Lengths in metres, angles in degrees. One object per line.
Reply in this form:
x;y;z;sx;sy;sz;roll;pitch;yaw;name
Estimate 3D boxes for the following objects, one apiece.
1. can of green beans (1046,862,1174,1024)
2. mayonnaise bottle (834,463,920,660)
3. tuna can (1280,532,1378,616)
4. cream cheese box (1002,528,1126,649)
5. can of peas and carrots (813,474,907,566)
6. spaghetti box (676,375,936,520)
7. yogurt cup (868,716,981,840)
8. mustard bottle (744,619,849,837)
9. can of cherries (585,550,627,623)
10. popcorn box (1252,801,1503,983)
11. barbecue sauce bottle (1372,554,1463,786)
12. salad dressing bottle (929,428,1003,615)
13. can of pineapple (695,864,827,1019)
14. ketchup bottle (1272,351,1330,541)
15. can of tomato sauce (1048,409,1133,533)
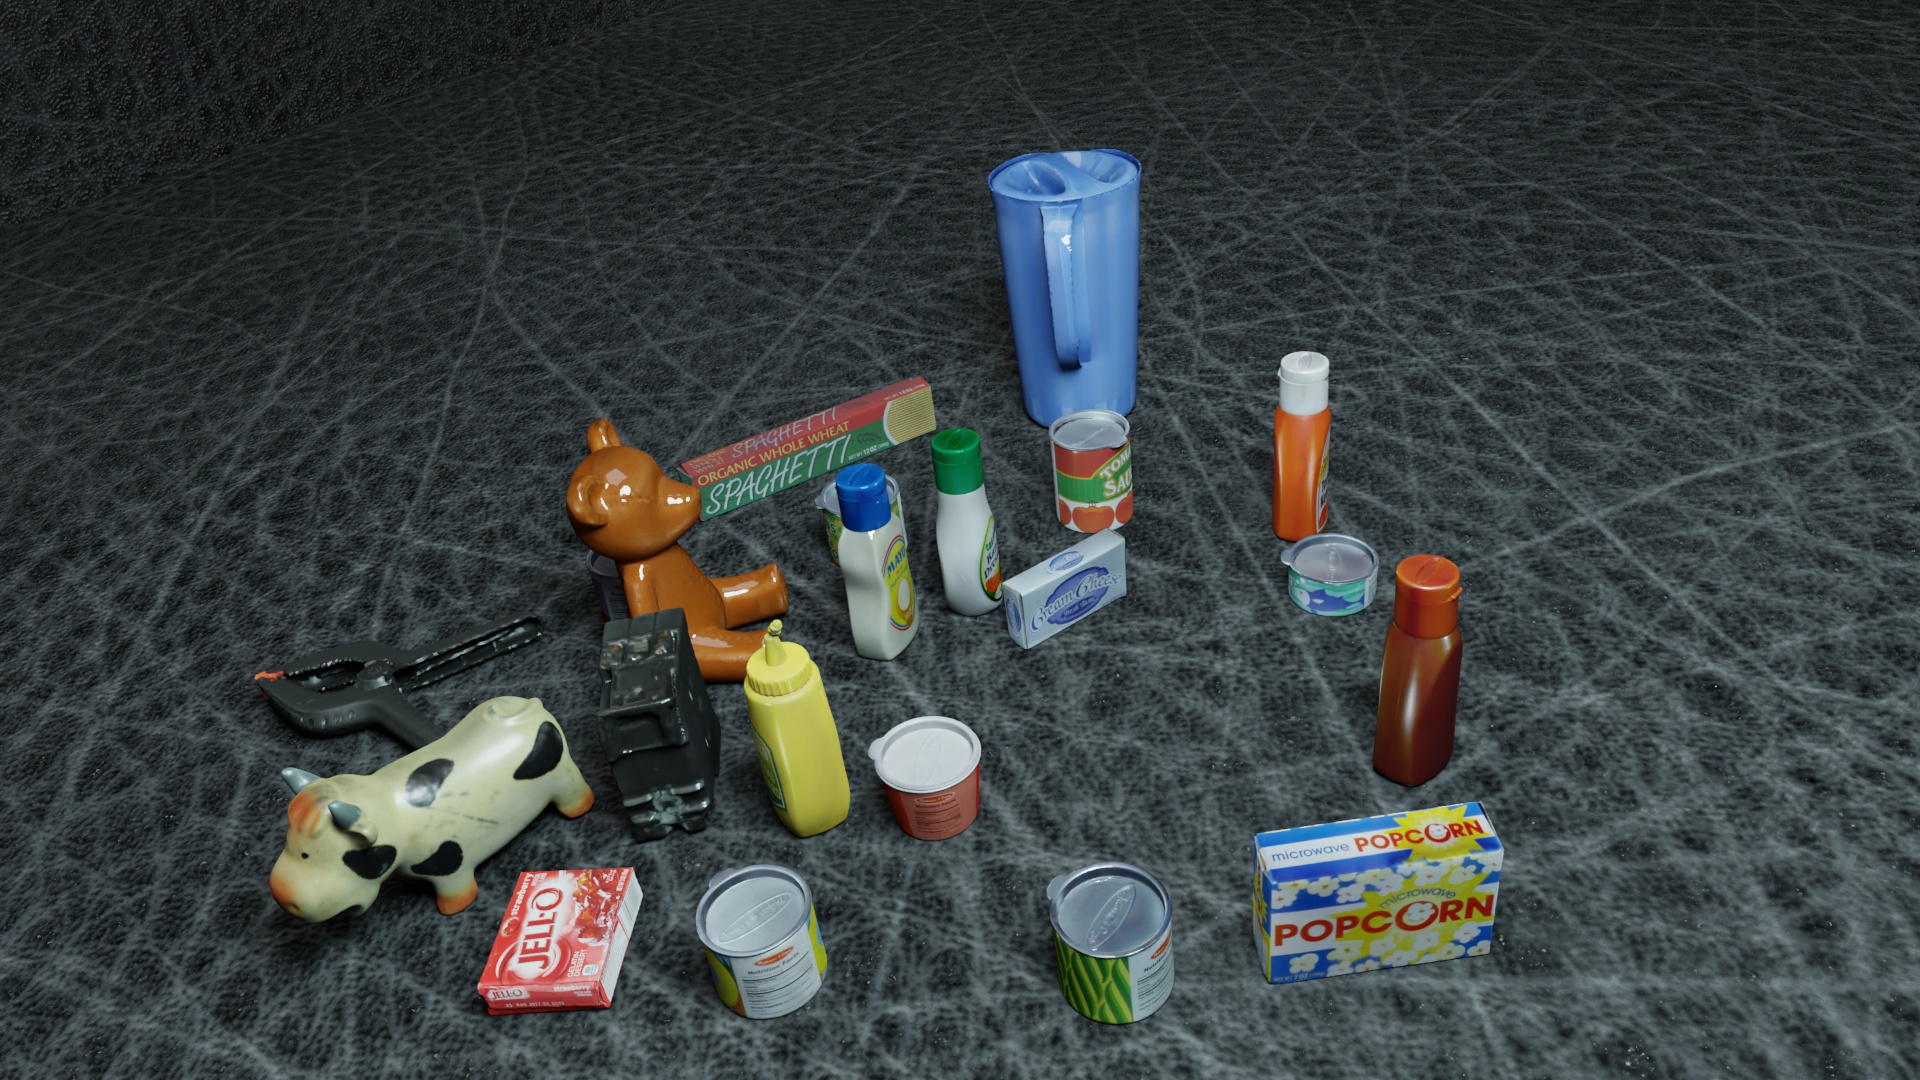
0.084;0.222;0.767;0.071;0.057;0.071;-5;34;4;can of green beans
-0.063;0.015;1.026;0.041;0.147;0.065;7;36;22;mayonnaise bottle
0.277;0.026;1.045;0.071;0.032;0.071;-5;34;4;tuna can
0.081;0.036;1.050;0.104;0.053;0.024;-27;38;-26;cream cheese box
-0.082;-0.015;1.155;0.071;0.058;0.071;-5;34;4;can of peas and carrots
-0.137;-0.086;1.281;0.251;0.050;0.029;-24;36;-22;spaghetti box
-0.018;0.155;0.892;0.072;0.053;0.073;-5;34;4;yogurt cup
-0.107;0.113;0.877;0.049;0.159;0.065;-22;36;-20;mustard bottle
-0.261;0.032;1.121;0.071;0.058;0.072;-5;34;4;can of cherries
0.225;0.193;0.758;0.127;0.084;0.038;-8;33;-1;popcorn box
0.285;0.079;0.860;0.044;0.147;0.065;21;43;36;barbecue sauce bottle
0.004;-0.013;1.055;0.044;0.147;0.064;3;35;16;salad dressing bottle
-0.114;0.229;0.797;0.071;0.057;0.071;-5;34;4;can of pineapple
0.268;-0.075;1.093;0.043;0.148;0.065;5;35;18;ketchup bottle
0.111;-0.057;1.157;0.071;0.082;0.071;-5;33;4;can of tomato sauce
